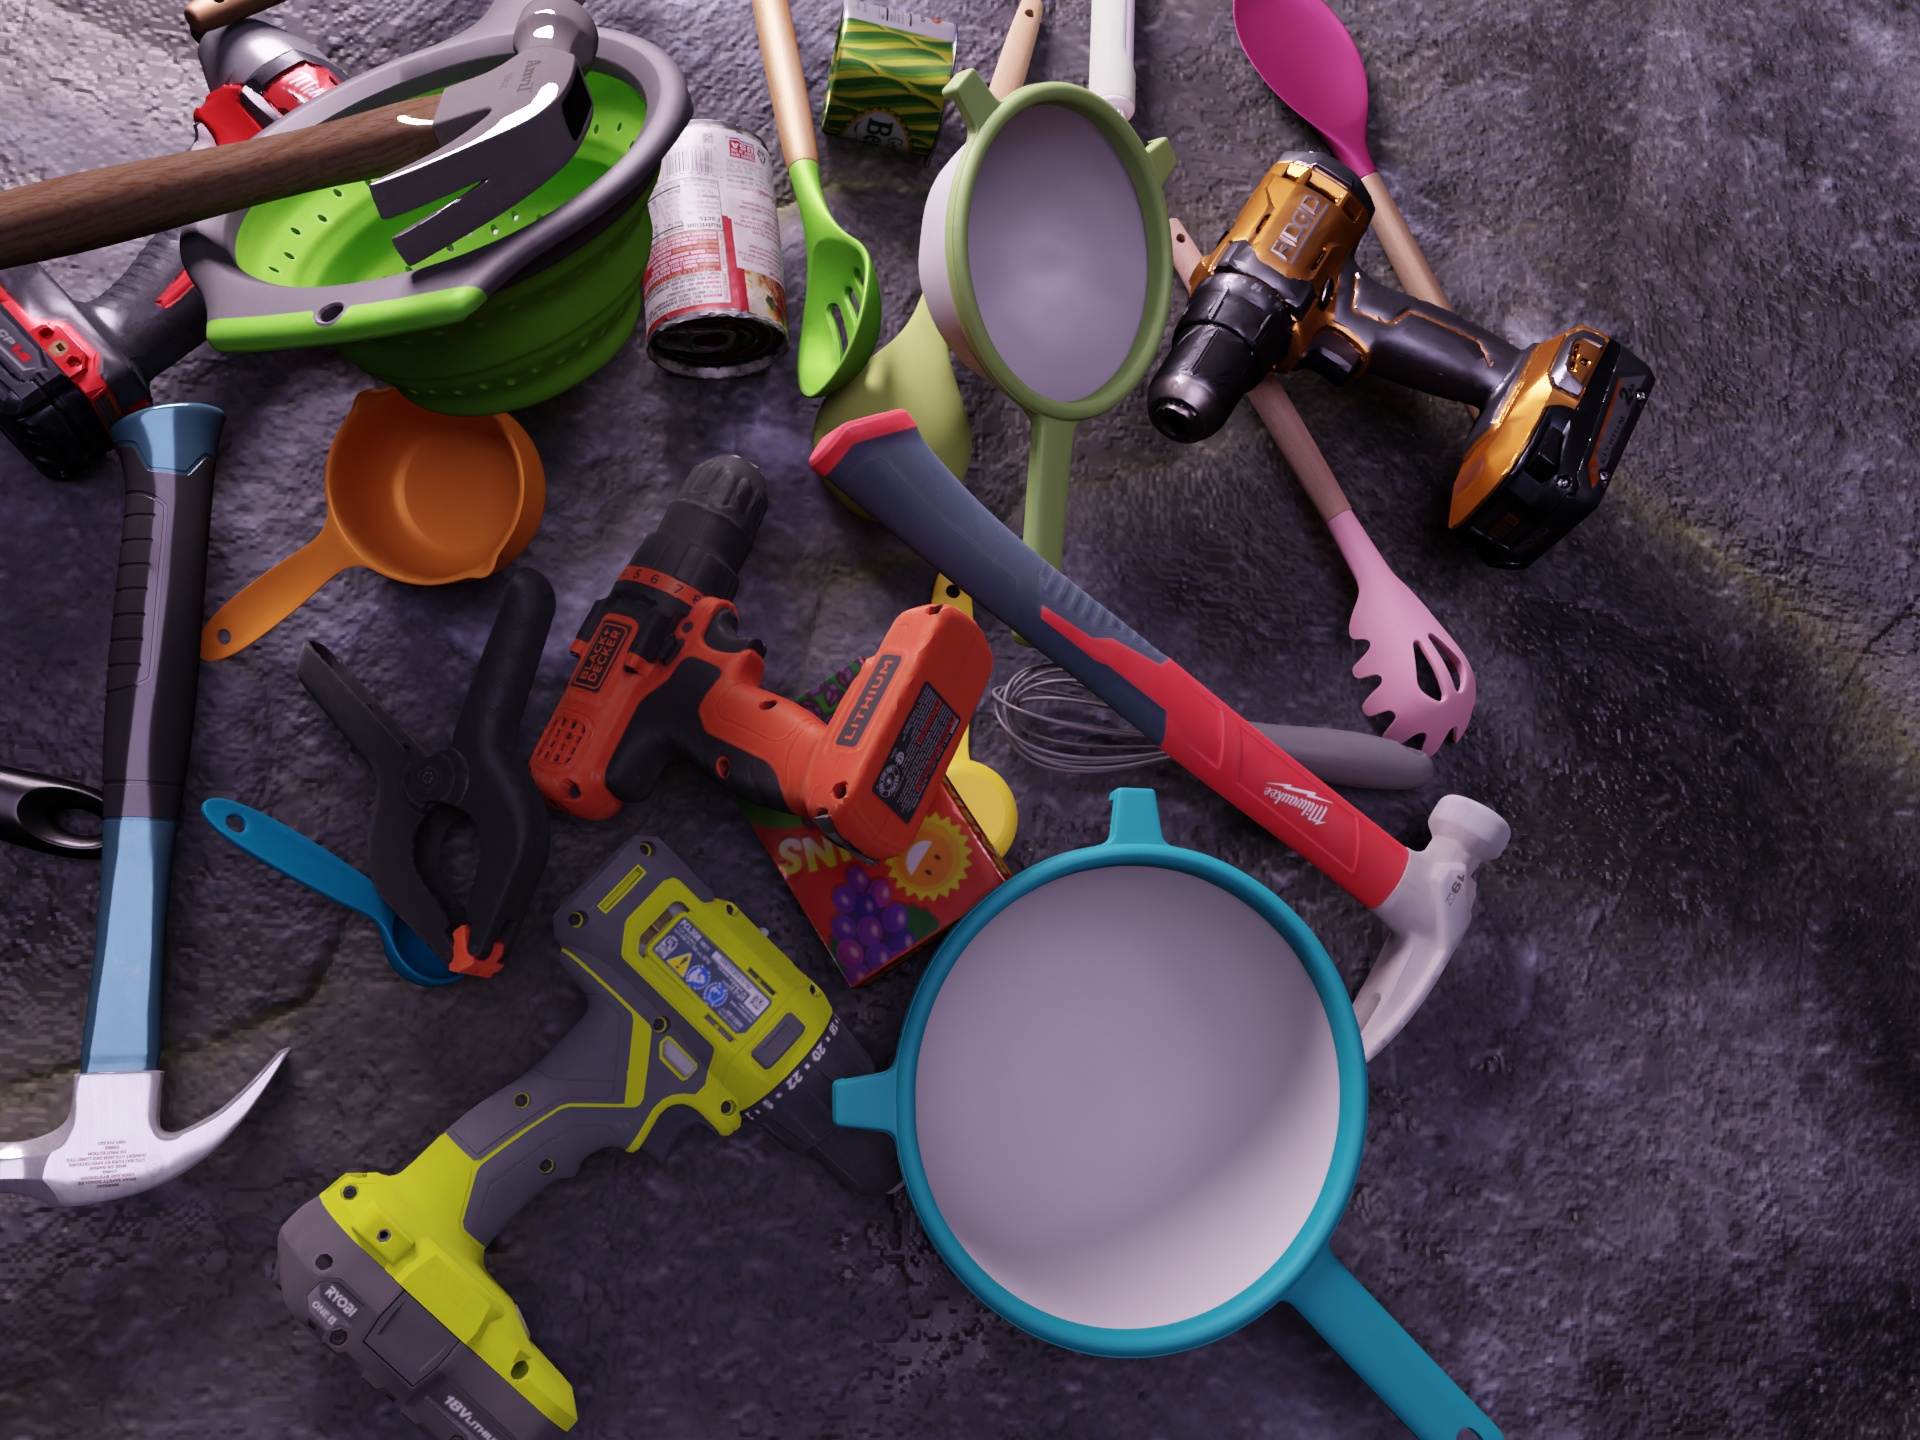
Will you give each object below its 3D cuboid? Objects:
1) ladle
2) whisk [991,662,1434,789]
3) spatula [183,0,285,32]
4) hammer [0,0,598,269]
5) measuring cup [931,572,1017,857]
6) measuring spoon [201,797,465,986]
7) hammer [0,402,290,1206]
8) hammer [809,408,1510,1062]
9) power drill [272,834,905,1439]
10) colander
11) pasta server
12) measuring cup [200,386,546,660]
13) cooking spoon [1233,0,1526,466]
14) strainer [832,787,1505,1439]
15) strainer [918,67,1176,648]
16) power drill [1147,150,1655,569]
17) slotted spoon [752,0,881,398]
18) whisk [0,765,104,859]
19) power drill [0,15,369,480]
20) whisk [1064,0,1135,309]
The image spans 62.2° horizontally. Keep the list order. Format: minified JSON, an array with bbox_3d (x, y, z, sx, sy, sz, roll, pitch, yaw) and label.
[{"bbox_3d":[-0.002,-0.245,0.818,0.078,0.062,0.320,18,67,-5],"label":"ladle"},{"bbox_3d":[0.128,0.009,0.783,0.239,0.055,0.055,8,76,-15],"label":"whisk"},{"bbox_3d":[-0.242,-0.411,0.774,0.082,0.044,0.317,43,59,1],"label":"spatula"},{"bbox_3d":[-0.299,-0.195,0.593,0.331,0.031,0.130,-10,47,7],"label":"hammer"},{"bbox_3d":[-0.001,-0.002,0.761,0.062,0.029,0.156,2,80,-13],"label":"measuring cup"},{"bbox_3d":[-0.263,0.073,0.669,0.128,0.021,0.042,38,34,-23],"label":"measuring spoon"},{"bbox_3d":[-0.338,0.027,0.655,0.128,0.033,0.331,4,79,-25],"label":"hammer"},{"bbox_3d":[0.083,0.003,0.725,0.386,0.038,0.143,37,79,-16],"label":"hammer"},{"bbox_3d":[-0.142,0.188,0.662,0.190,0.080,0.228,47,69,-8],"label":"power drill"},{"bbox_3d":[-0.189,-0.252,0.702,0.204,0.094,0.397,-4,48,12],"label":"colander"},{"bbox_3d":[0.182,-0.127,0.838,0.060,0.040,0.316,-25,80,-17],"label":"pasta server"},{"bbox_3d":[-0.264,-0.080,0.714,0.173,0.052,0.095,-35,93,7],"label":"measuring cup"},{"bbox_3d":[0.237,-0.279,0.888,0.069,0.017,0.319,-23,83,-19],"label":"cooking spoon"},{"bbox_3d":[0.108,0.208,0.711,0.211,0.095,0.340,-45,96,-16],"label":"strainer"},{"bbox_3d":[0.026,-0.164,0.756,0.151,0.069,0.256,-3,100,-45],"label":"strainer"},{"bbox_3d":[0.214,-0.168,0.801,0.226,0.084,0.185,33,63,1],"label":"power drill"},{"bbox_3d":[-0.080,-0.295,0.789,0.031,0.070,0.314,3,65,-35],"label":"slotted spoon"},{"bbox_3d":[-0.485,0.008,0.634,0.295,0.073,0.073,17,74,-16],"label":"whisk"},{"bbox_3d":[-0.354,-0.222,0.707,0.143,0.078,0.220,47,69,-1],"label":"power drill"},{"bbox_3d":[0.081,-0.318,0.847,0.059,0.057,0.246,-3,72,17],"label":"whisk"}]
